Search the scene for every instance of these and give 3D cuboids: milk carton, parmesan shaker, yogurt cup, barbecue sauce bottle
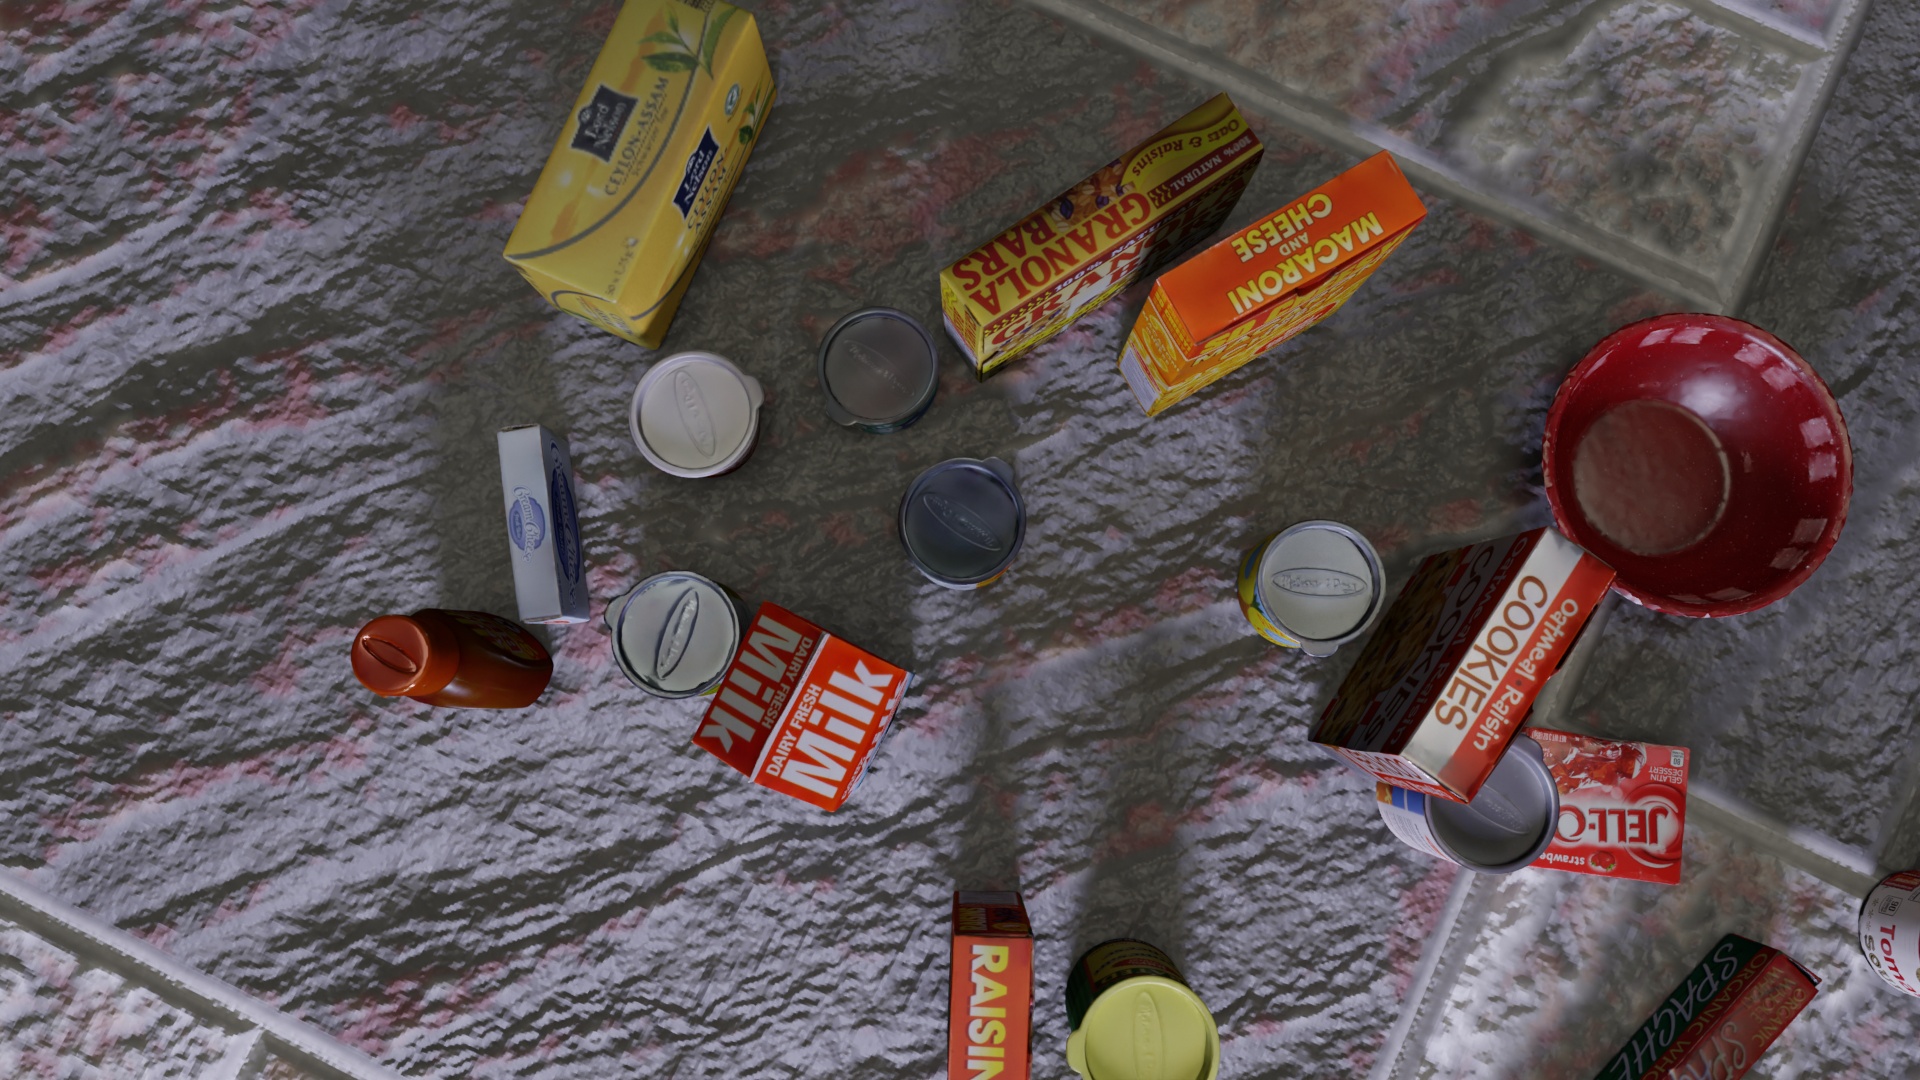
[{"bbox_3d":[-0.072,0.078,0.664,0.073,0.190,0.072,26,85,3],"label":"milk carton"},{"bbox_3d":[0.084,0.239,0.690,0.071,0.103,0.071,0,84,0],"label":"parmesan shaker"},{"bbox_3d":[-0.139,-0.064,0.749,0.072,0.054,0.072,0,84,0],"label":"yogurt cup"},{"bbox_3d":[-0.252,0.058,0.688,0.065,0.148,0.044,31,85,3],"label":"barbecue sauce bottle"}]

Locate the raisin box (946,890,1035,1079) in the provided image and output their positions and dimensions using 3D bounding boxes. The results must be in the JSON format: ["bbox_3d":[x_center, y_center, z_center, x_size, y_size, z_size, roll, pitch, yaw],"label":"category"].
[{"bbox_3d":[0.013,0.225,0.682,0.040,0.123,0.086,3,84,1],"label":"raisin box"}]

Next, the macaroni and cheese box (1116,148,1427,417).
[{"bbox_3d":[0.149,-0.122,0.698,0.124,0.166,0.040,-30,85,-3],"label":"macaroni and cheese box"}]

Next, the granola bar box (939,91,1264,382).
[{"bbox_3d":[0.069,-0.152,0.723,0.166,0.124,0.039,-33,85,-3],"label":"granola bar box"}]

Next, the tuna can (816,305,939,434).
[{"bbox_3d":[-0.046,-0.091,0.762,0.071,0.033,0.071,0,84,0],"label":"tuna can"}]

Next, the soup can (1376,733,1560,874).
[{"bbox_3d":[0.259,0.130,0.712,0.071,0.083,0.071,0,84,0],"label":"soup can"}]

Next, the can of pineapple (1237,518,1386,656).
[{"bbox_3d":[0.184,0.026,0.736,0.071,0.058,0.071,0,84,0],"label":"can of pineapple"}]

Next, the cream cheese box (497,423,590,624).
[{"bbox_3d":[-0.222,-0.007,0.743,0.024,0.053,0.104,-9,84,-1],"label":"cream cheese box"}]

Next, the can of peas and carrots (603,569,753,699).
[{"bbox_3d":[-0.147,0.050,0.734,0.071,0.058,0.071,0,84,0],"label":"can of peas and carrots"}]

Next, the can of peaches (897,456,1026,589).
[{"bbox_3d":[0.003,-0.009,0.740,0.071,0.058,0.071,0,84,0],"label":"can of peaches"}]

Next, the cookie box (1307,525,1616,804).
[{"bbox_3d":[0.237,0.061,0.677,0.040,0.167,0.123,34,85,3],"label":"cookie box"}]

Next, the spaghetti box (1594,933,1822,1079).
[{"bbox_3d":[0.336,0.302,0.710,0.029,0.050,0.250,45,86,4],"label":"spaghetti box"}]
